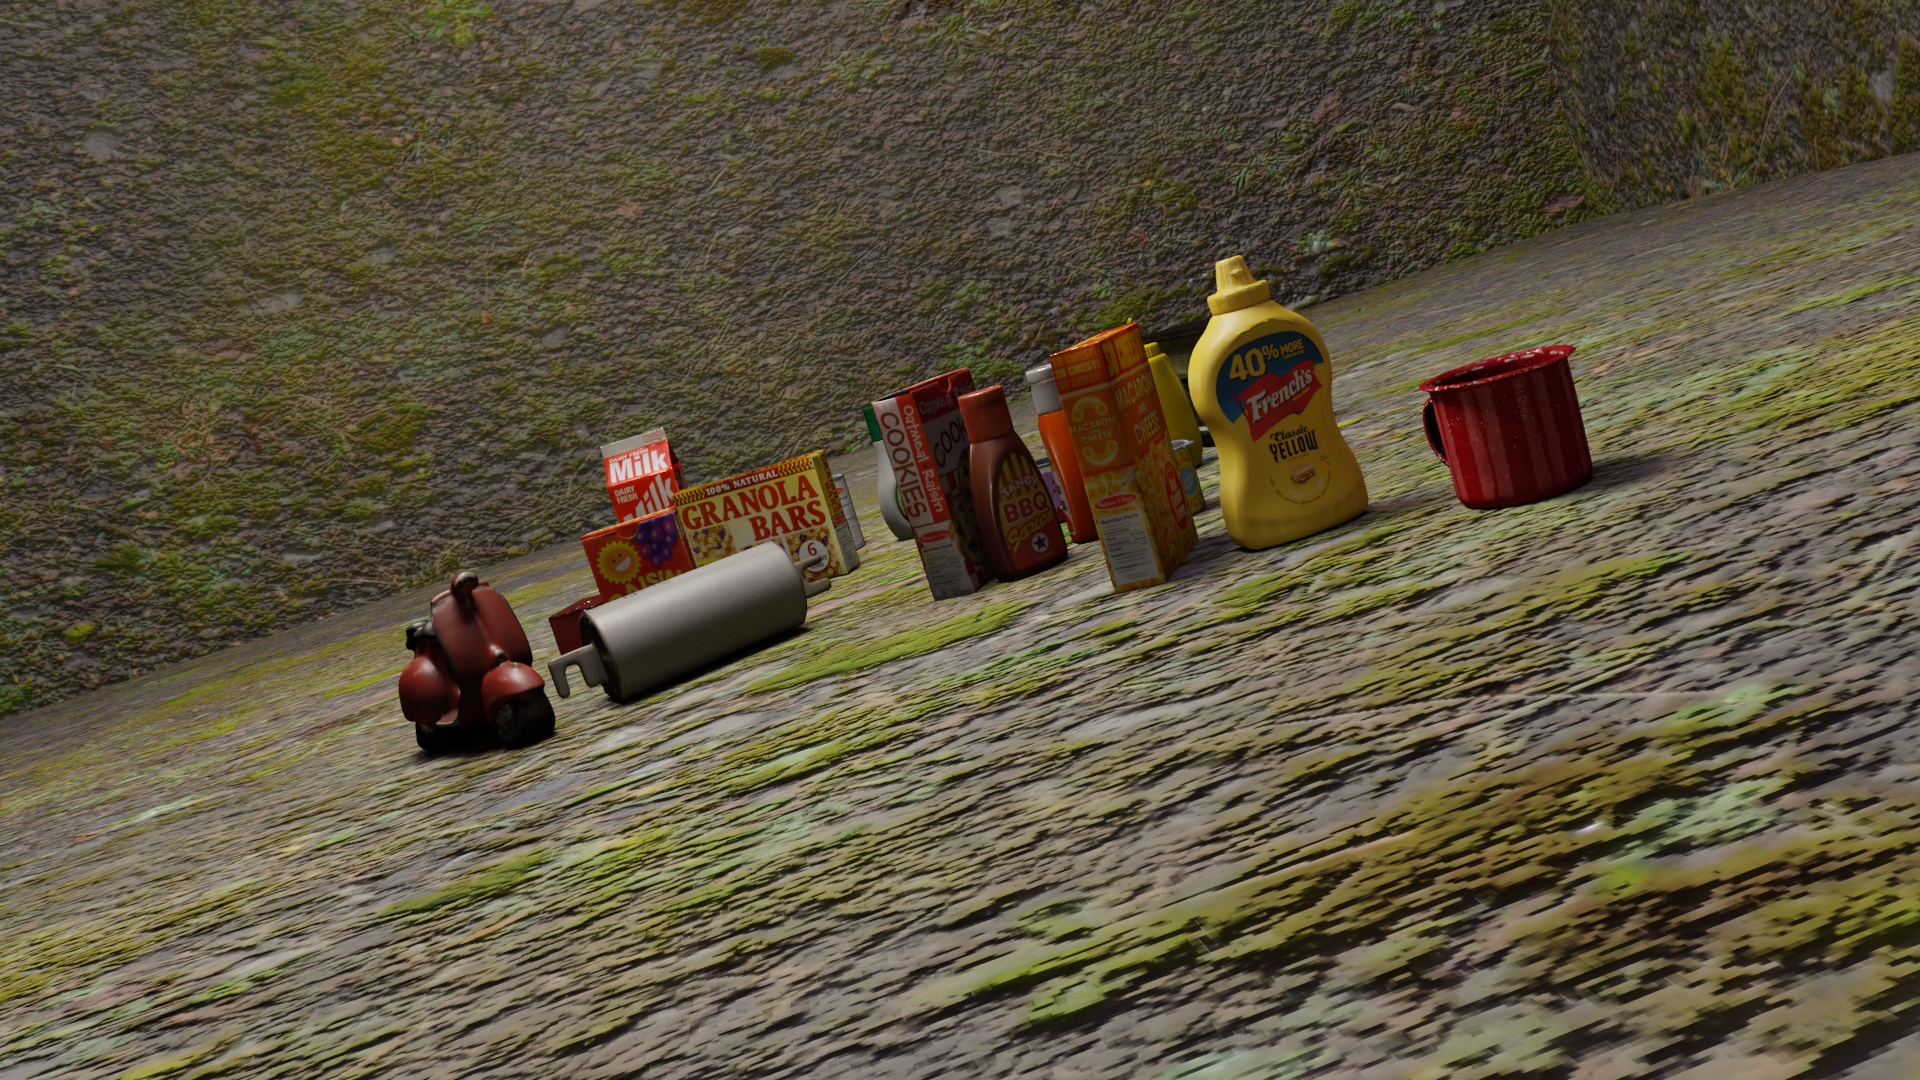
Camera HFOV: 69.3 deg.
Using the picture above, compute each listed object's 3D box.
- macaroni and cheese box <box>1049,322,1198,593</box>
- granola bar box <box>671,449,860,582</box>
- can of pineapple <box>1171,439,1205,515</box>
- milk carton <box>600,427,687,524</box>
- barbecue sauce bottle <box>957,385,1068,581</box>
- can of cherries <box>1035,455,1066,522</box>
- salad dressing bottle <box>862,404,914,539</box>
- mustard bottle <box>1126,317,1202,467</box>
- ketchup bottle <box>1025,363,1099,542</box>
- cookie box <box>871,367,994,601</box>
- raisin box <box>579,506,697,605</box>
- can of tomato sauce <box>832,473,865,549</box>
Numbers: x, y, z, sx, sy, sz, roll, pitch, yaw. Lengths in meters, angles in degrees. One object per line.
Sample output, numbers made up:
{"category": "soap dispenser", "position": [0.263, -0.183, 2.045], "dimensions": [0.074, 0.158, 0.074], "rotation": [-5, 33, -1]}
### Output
{"category": "macaroni and cheese box", "position": [0.115, -0.061, 0.968], "dimensions": [0.040, 0.166, 0.124], "rotation": [-14, 9, 22]}
{"category": "granola bar box", "position": [-0.197, -0.011, 1.406], "dimensions": [0.165, 0.124, 0.039], "rotation": [-14, 9, 21]}
{"category": "can of pineapple", "position": [0.165, -0.047, 1.147], "dimensions": [0.071, 0.057, 0.071], "rotation": [-17, 8, 3]}
{"category": "milk carton", "position": [-0.318, -0.019, 1.471], "dimensions": [0.072, 0.190, 0.073], "rotation": [-18, 8, -3]}
{"category": "barbecue sauce bottle", "position": [0.036, -0.046, 1.093], "dimensions": [0.065, 0.148, 0.043], "rotation": [-22, 9, -29]}
{"category": "can of cherries", "position": [0.095, -0.051, 1.310], "dimensions": [0.071, 0.058, 0.071], "rotation": [-17, 8, 3]}
{"category": "salad dressing bottle", "position": [-0.067, -0.076, 1.491], "dimensions": [0.064, 0.147, 0.044], "rotation": [-23, 10, -38]}
{"category": "mustard bottle", "position": [0.190, -0.142, 1.367], "dimensions": [0.065, 0.160, 0.049], "rotation": [-20, 8, -20]}
{"category": "ketchup bottle", "position": [0.093, -0.075, 1.164], "dimensions": [0.043, 0.148, 0.065], "rotation": [-16, 8, 6]}
{"category": "cookie box", "position": [-0.006, -0.050, 1.132], "dimensions": [0.040, 0.167, 0.123], "rotation": [-14, 9, 25]}
{"category": "raisin box", "position": [-0.274, 0.041, 1.229], "dimensions": [0.086, 0.123, 0.040], "rotation": [-18, 8, -4]}
{"category": "can of tomato sauce", "position": [-0.149, -0.025, 1.543], "dimensions": [0.071, 0.083, 0.071], "rotation": [-17, 8, 3]}
